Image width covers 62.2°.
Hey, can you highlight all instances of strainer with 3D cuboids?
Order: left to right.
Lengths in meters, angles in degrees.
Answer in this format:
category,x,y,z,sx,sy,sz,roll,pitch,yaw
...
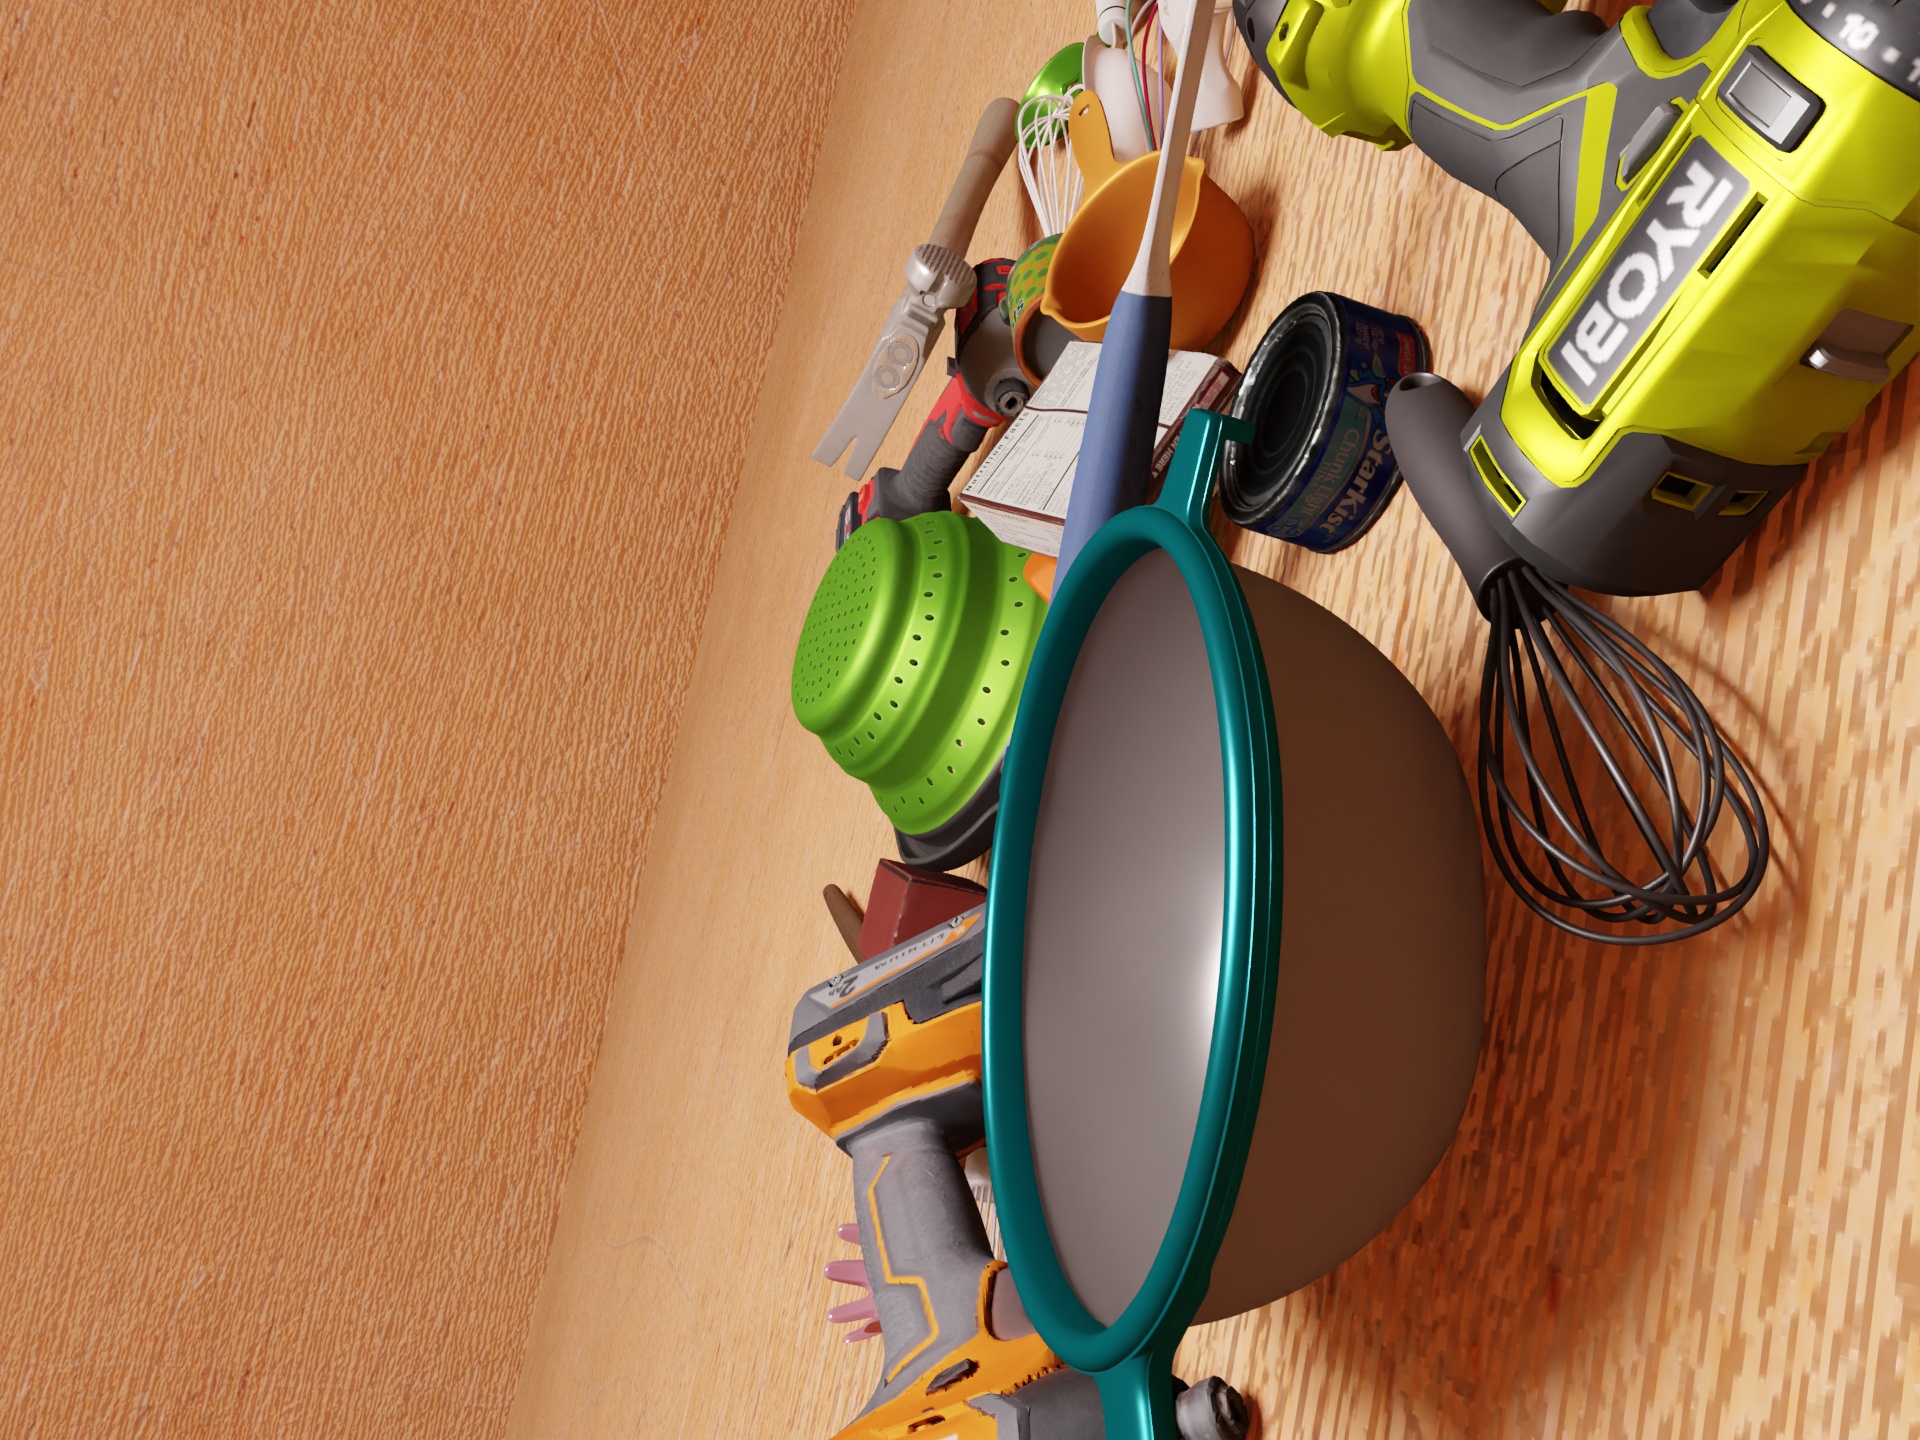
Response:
category,x,y,z,sx,sy,sz,roll,pitch,yaw
strainer,0.087,-0.380,0.877,0.086,0.050,0.259,48,-146,-52
strainer,0.075,0.111,0.377,0.211,0.095,0.341,115,156,-58

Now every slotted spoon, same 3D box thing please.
category,x,y,z,sx,sy,sz,roll,pitch,yaw
slotted spoon,0.102,-0.422,0.940,0.314,0.031,0.070,164,119,-70

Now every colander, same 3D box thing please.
category,x,y,z,sx,sy,sz,roll,pitch,yaw
colander,-0.001,-0.002,0.718,0.204,0.094,0.397,-63,24,15

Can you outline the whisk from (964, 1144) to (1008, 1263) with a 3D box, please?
category,x,y,z,sx,sy,sz,roll,pitch,yaw
whisk,0.009,0.213,0.634,0.070,0.070,0.285,124,161,-51

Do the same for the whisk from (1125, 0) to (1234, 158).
category,x,y,z,sx,sy,sz,roll,pitch,yaw
whisk,0.101,-0.271,0.774,0.047,0.051,0.245,149,131,-61

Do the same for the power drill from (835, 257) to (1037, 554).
category,x,y,z,sx,sy,sz,roll,pitch,yaw
power drill,-0.005,-0.167,0.998,0.143,0.078,0.219,-94,27,-50

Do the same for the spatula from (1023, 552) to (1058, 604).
category,x,y,z,sx,sy,sz,roll,pitch,yaw
spatula,0.084,0.010,0.570,0.081,0.041,0.323,-41,31,20

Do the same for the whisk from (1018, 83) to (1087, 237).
category,x,y,z,sx,sy,sz,roll,pitch,yaw
whisk,0.059,-0.272,0.919,0.059,0.057,0.247,-39,43,52

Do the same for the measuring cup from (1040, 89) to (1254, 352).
category,x,y,z,sx,sy,sz,roll,pitch,yaw
measuring cup,0.082,-0.230,0.727,0.095,0.052,0.174,-37,41,30

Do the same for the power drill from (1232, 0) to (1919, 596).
category,x,y,z,sx,sy,sz,roll,pitch,yaw
power drill,0.157,-0.168,0.363,0.190,0.080,0.229,117,149,-41

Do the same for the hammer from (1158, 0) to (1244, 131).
category,x,y,z,sx,sy,sz,roll,pitch,yaw
hammer,0.145,-0.292,0.588,0.332,0.031,0.130,-132,25,-66

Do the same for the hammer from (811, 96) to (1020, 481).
category,x,y,z,sx,sy,sz,roll,pitch,yaw
hammer,-0.010,-0.307,1.029,0.146,0.038,0.411,-55,12,37

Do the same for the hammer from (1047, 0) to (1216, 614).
category,x,y,z,sx,sy,sz,roll,pitch,yaw
hammer,0.067,-0.153,0.530,0.144,0.035,0.405,-29,-48,-63

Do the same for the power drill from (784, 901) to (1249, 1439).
category,x,y,z,sx,sy,sz,roll,pitch,yaw
power drill,0.011,0.179,0.547,0.164,0.084,0.227,-29,39,23

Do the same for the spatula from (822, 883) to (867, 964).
category,x,y,z,sx,sy,sz,roll,pitch,yaw
spatula,-0.052,0.147,0.972,0.316,0.018,0.060,-146,72,-73

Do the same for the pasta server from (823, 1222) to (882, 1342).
category,x,y,z,sx,sy,sz,roll,pitch,yaw
pasta server,0.003,0.140,0.747,0.060,0.040,0.316,23,97,62

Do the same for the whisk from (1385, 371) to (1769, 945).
category,x,y,z,sx,sy,sz,roll,pitch,yaw
whisk,0.140,-0.032,0.405,0.239,0.055,0.055,-89,20,-53
